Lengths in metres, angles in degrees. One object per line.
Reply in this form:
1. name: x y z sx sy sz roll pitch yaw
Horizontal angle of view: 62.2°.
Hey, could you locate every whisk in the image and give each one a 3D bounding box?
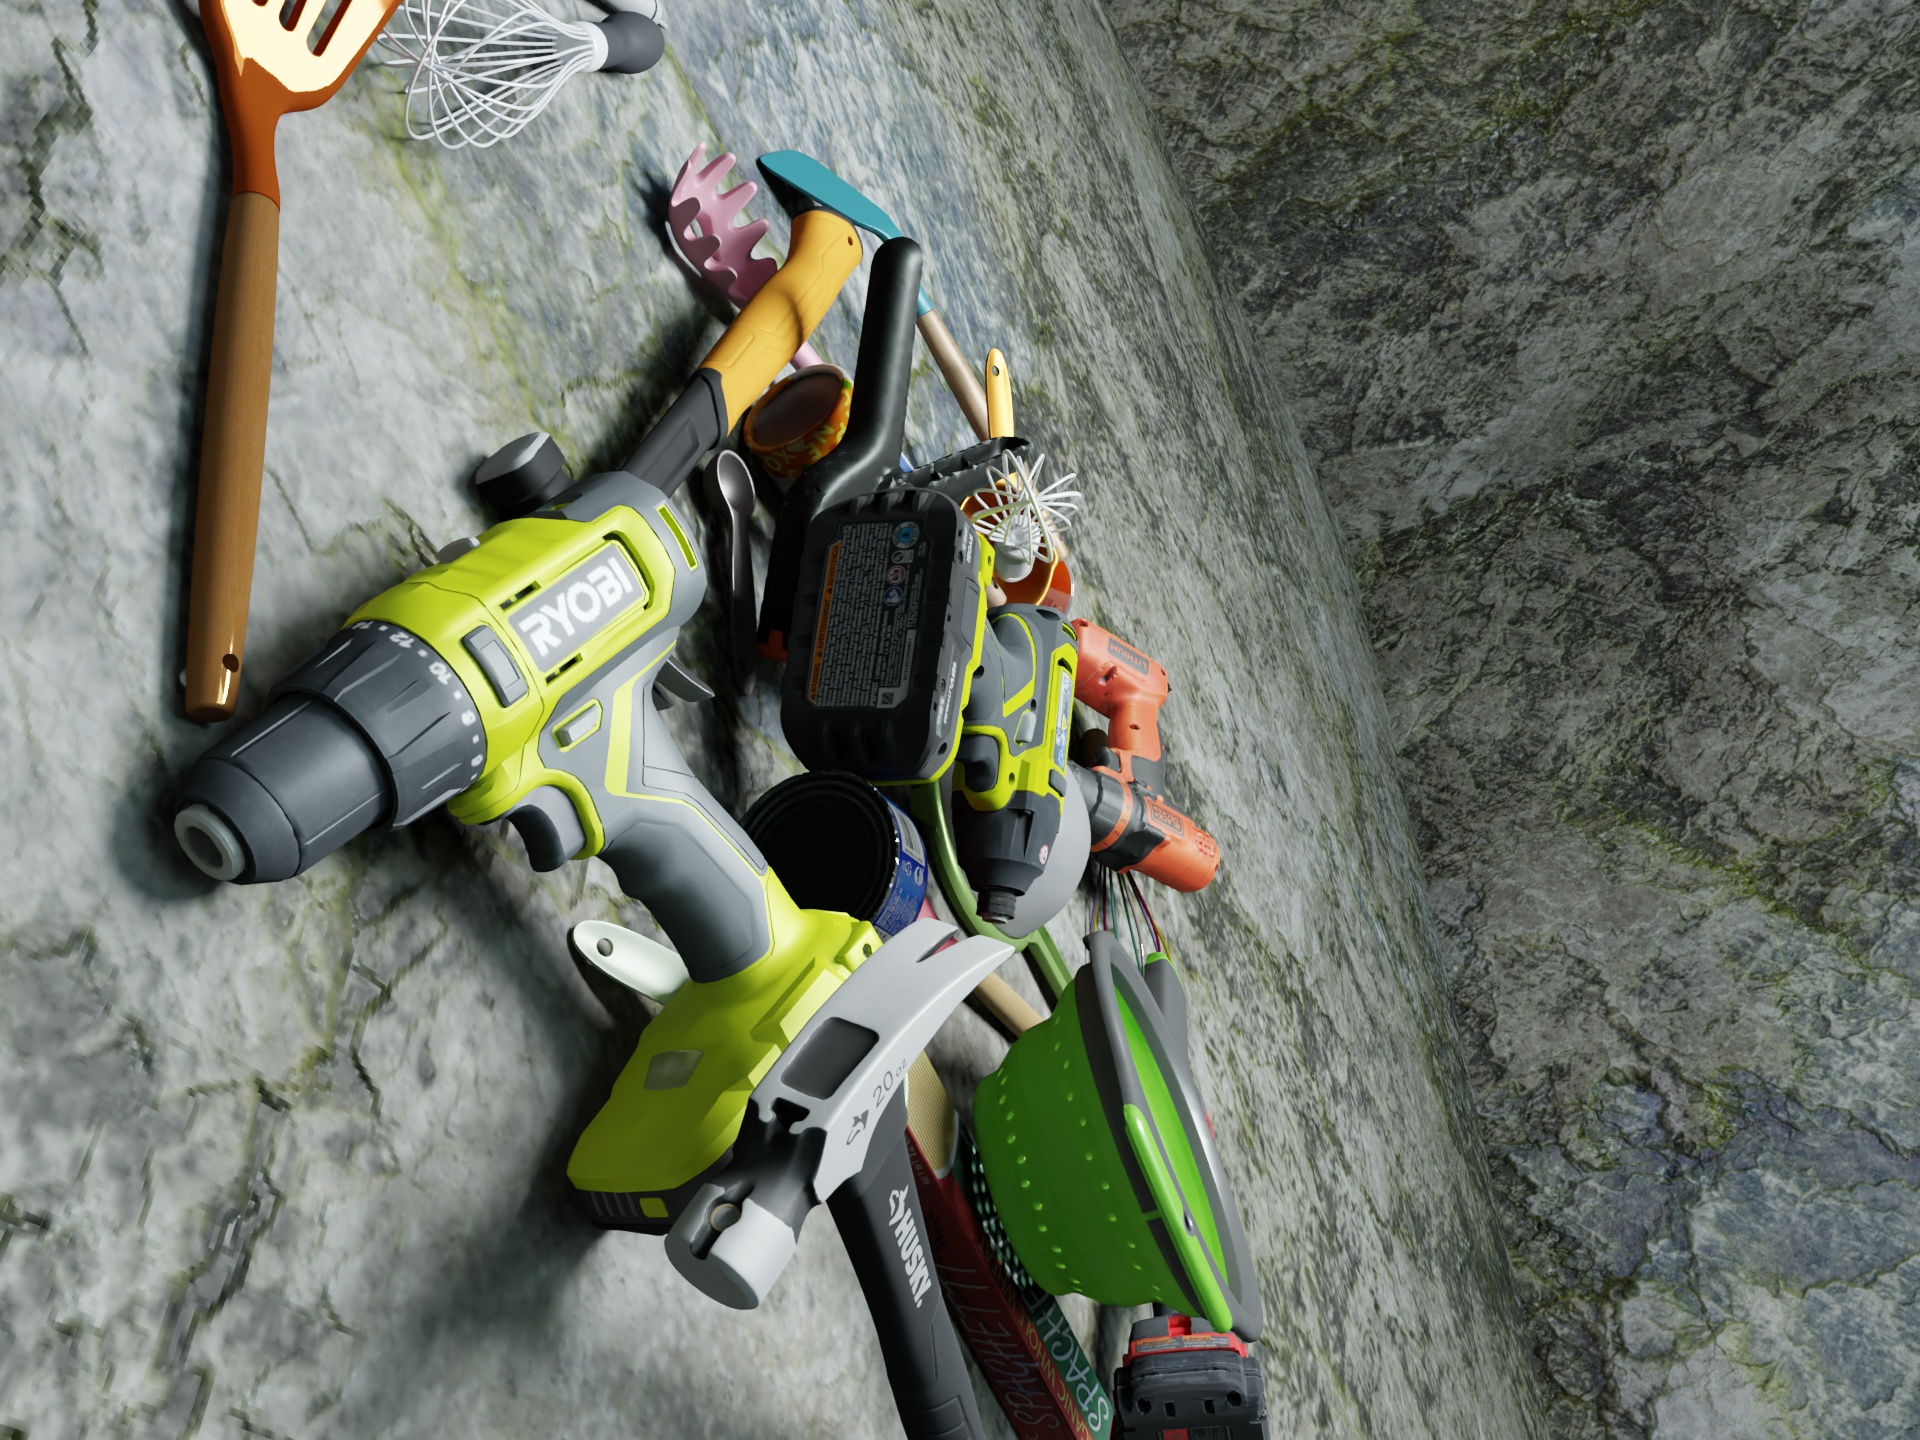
1. whisk: -0.183 -0.305 0.721 0.285 0.070 0.070 -73 140 -64
2. whisk: 0.113 0.102 1.140 0.051 0.047 0.245 40 33 -38
3. whisk: 0.032 -0.100 0.866 0.246 0.058 0.059 82 -16 -88

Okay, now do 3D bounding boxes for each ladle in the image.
1. ladle: 0.018 0.148 0.885 0.315 0.031 0.069 51 27 -46

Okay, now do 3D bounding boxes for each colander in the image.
1. colander: 0.077 0.204 0.862 0.397 0.094 0.204 -45 112 -80

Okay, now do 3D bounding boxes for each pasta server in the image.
1. pasta server: -0.060 -0.178 0.893 0.316 0.040 0.060 50 38 -29

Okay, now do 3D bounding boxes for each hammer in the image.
1. hammer: -0.014 0.215 0.576 0.146 0.035 0.334 -53 147 -37
2. hammer: -0.105 -0.151 0.746 0.127 0.034 0.337 59 33 -29

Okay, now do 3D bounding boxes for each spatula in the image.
1. spatula: -0.019 -0.236 1.034 0.317 0.044 0.082 59 23 -13
2. spatula: -0.221 -0.149 0.509 0.081 0.041 0.323 38 40 -57

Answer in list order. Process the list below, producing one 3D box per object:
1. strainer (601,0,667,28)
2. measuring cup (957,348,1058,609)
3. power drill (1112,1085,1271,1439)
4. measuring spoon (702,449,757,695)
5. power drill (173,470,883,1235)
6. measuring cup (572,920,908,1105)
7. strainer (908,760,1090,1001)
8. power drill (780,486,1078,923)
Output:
1. strainer: -0.197 -0.371 0.760 0.087 0.050 0.258 29 12 10
2. measuring cup: 0.010 -0.147 1.015 0.095 0.052 0.174 3 83 -42
3. power drill: 0.131 0.334 0.931 0.220 0.078 0.143 -87 167 -55
4. measuring spoon: -0.112 -0.070 0.765 0.034 0.018 0.124 26 56 -63
5. power drill: -0.120 0.053 0.514 0.191 0.080 0.228 -48 116 -47
6. measuring cup: -0.092 0.124 0.627 0.167 0.038 0.083 36 47 -30
7. strainer: 0.059 0.104 0.964 0.256 0.069 0.151 63 22 -18
8. power drill: -0.001 -0.003 0.787 0.223 0.080 0.171 42 51 -61
